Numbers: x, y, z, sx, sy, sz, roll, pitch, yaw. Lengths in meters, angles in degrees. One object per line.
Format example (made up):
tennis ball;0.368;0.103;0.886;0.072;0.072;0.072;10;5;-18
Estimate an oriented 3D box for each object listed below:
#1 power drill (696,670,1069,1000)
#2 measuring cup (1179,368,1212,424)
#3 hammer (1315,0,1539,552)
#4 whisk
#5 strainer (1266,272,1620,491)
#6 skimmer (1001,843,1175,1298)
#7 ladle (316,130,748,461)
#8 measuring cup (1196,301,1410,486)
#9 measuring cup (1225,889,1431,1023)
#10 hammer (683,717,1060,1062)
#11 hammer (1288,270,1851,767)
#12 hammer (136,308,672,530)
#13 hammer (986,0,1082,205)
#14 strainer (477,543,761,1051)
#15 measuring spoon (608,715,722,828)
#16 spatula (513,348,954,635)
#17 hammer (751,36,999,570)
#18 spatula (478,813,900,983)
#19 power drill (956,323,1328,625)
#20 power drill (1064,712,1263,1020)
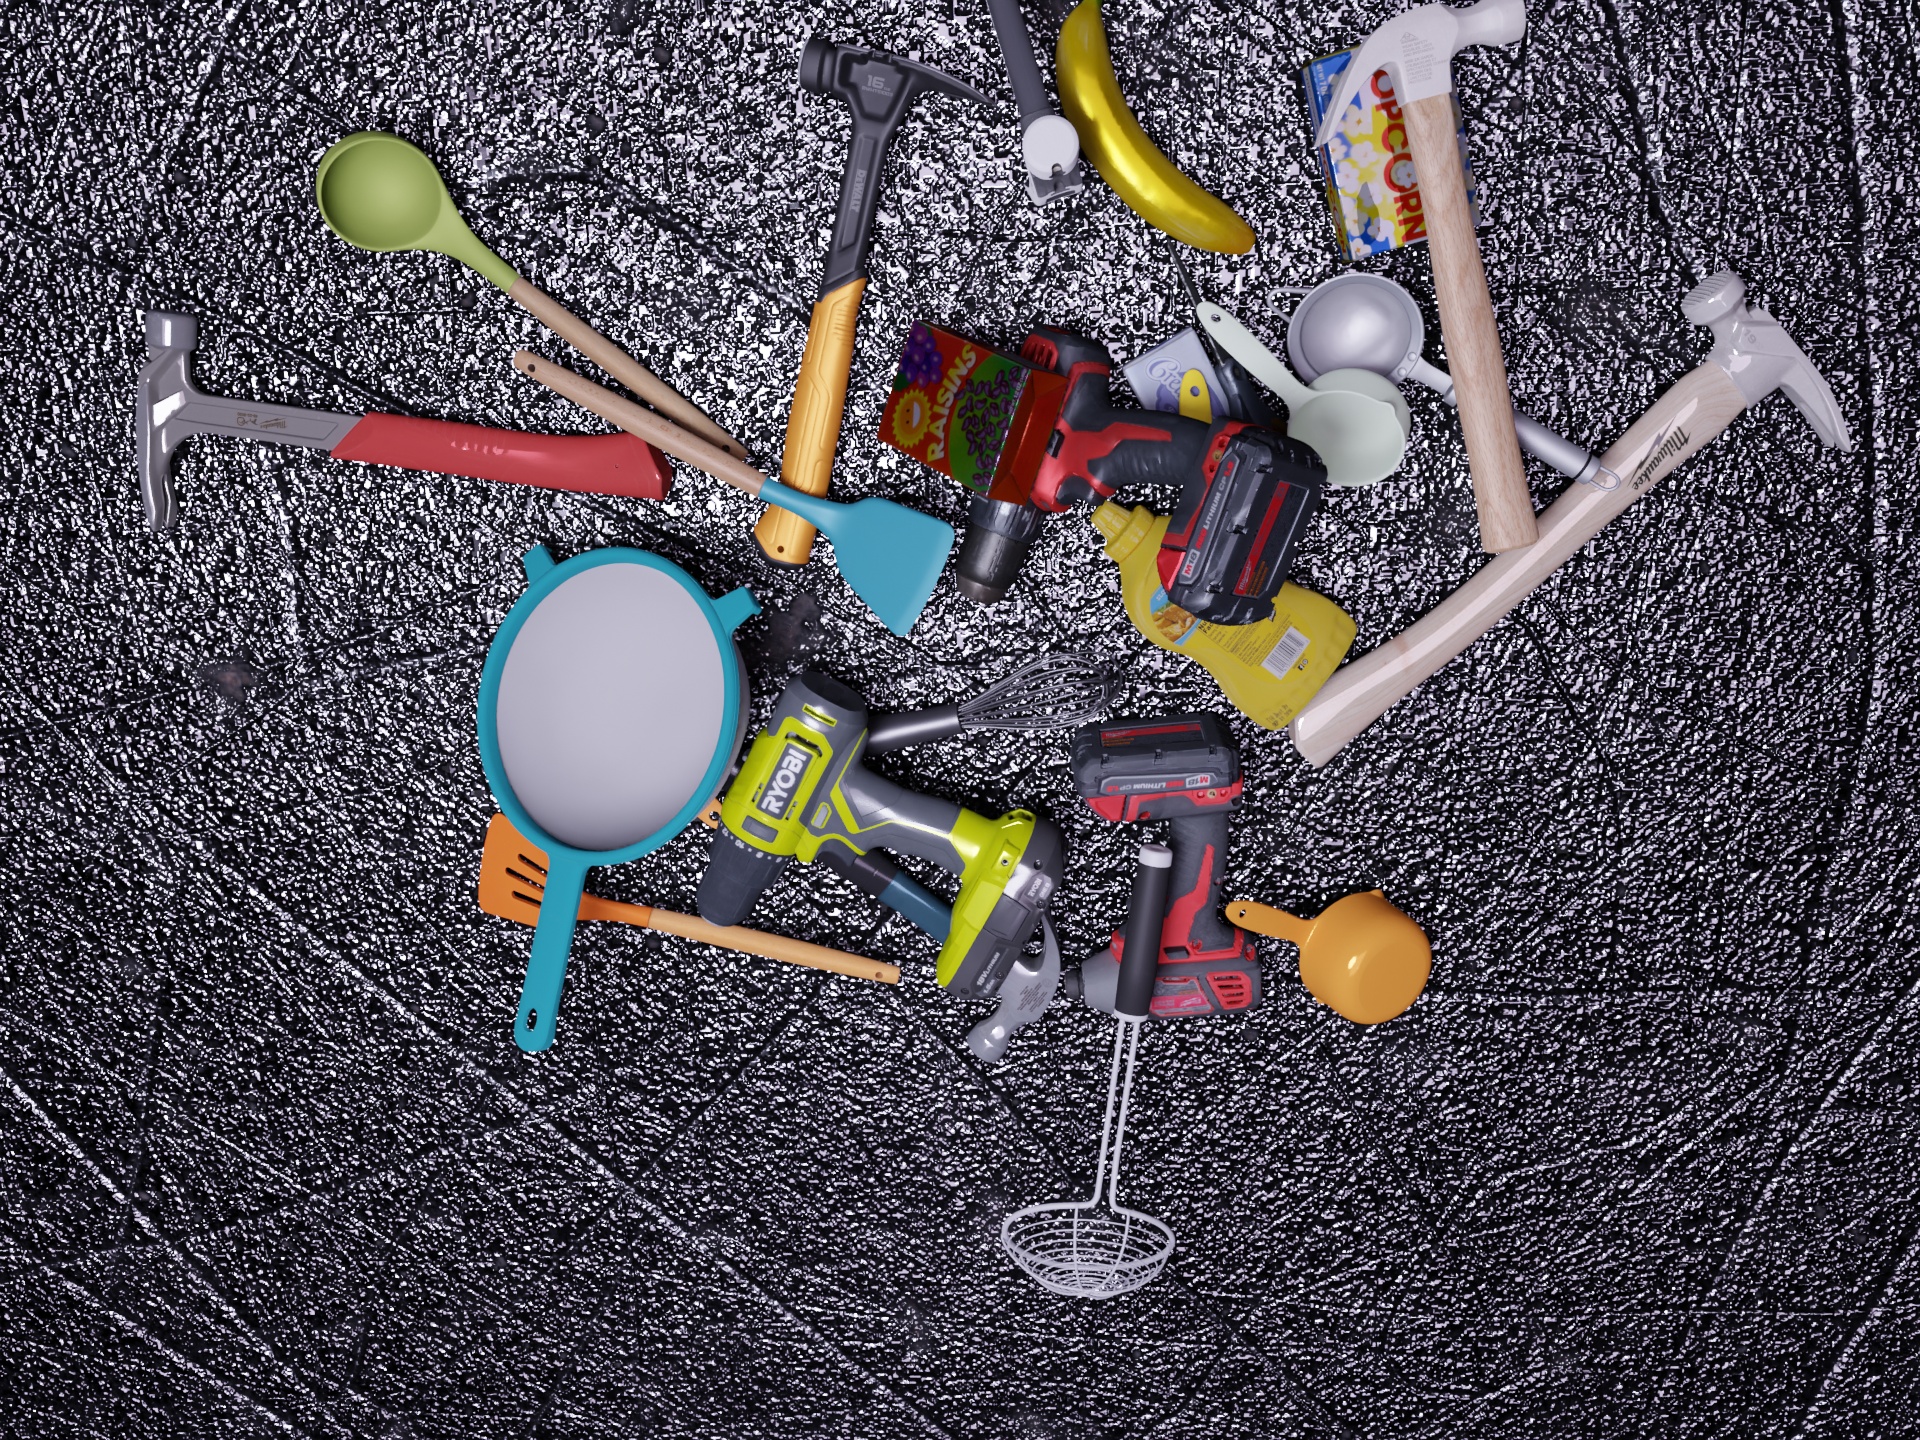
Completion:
power drill;-0.059;0.097;1.100;0.228;0.080;0.190;28;106;-3
measuring cup;0.161;-0.152;1.032;0.062;0.029;0.156;-6;93;-11
hammer;0.307;-0.266;0.981;0.130;0.031;0.331;-14;101;3
whisk;-0.002;-0.005;1.120;0.239;0.055;0.055;-12;106;10
strainer;0.314;-0.217;1.031;0.258;0.050;0.086;31;129;1
skimmer;0.110;0.256;1.141;0.127;0.090;0.363;7;102;-1
ladle;-0.275;-0.267;1.045;0.320;0.062;0.078;37;112;-11
measuring cup;0.220;-0.221;1.025;0.167;0.038;0.083;39;142;-11
measuring cup;0.261;0.161;1.118;0.173;0.052;0.095;20;100;-33
hammer;-0.065;0.112;1.161;0.331;0.033;0.128;37;105;-9
hammer;0.396;-0.106;1.080;0.410;0.038;0.146;-43;102;13
hammer;-0.378;-0.180;1.083;0.359;0.037;0.149;8;107;0
hammer;0.012;-0.474;0.953;0.035;0.146;0.335;-17;94;6
strainer;-0.233;0.056;1.085;0.211;0.095;0.340;13;91;26
measuring spoon;-0.211;0.041;1.156;0.021;0.011;0.117;-43;101;13
spatula;-0.154;-0.165;1.043;0.317;0.044;0.082;27;111;0
hammer;-0.075;-0.259;1.045;0.127;0.034;0.336;17;108;8
spatula;-0.201;0.146;1.167;0.322;0.041;0.081;14;107;0
power drill;0.097;-0.133;1.009;0.227;0.080;0.188;32;108;36
power drill;0.138;0.113;1.135;0.143;0.079;0.219;-5;109;4
